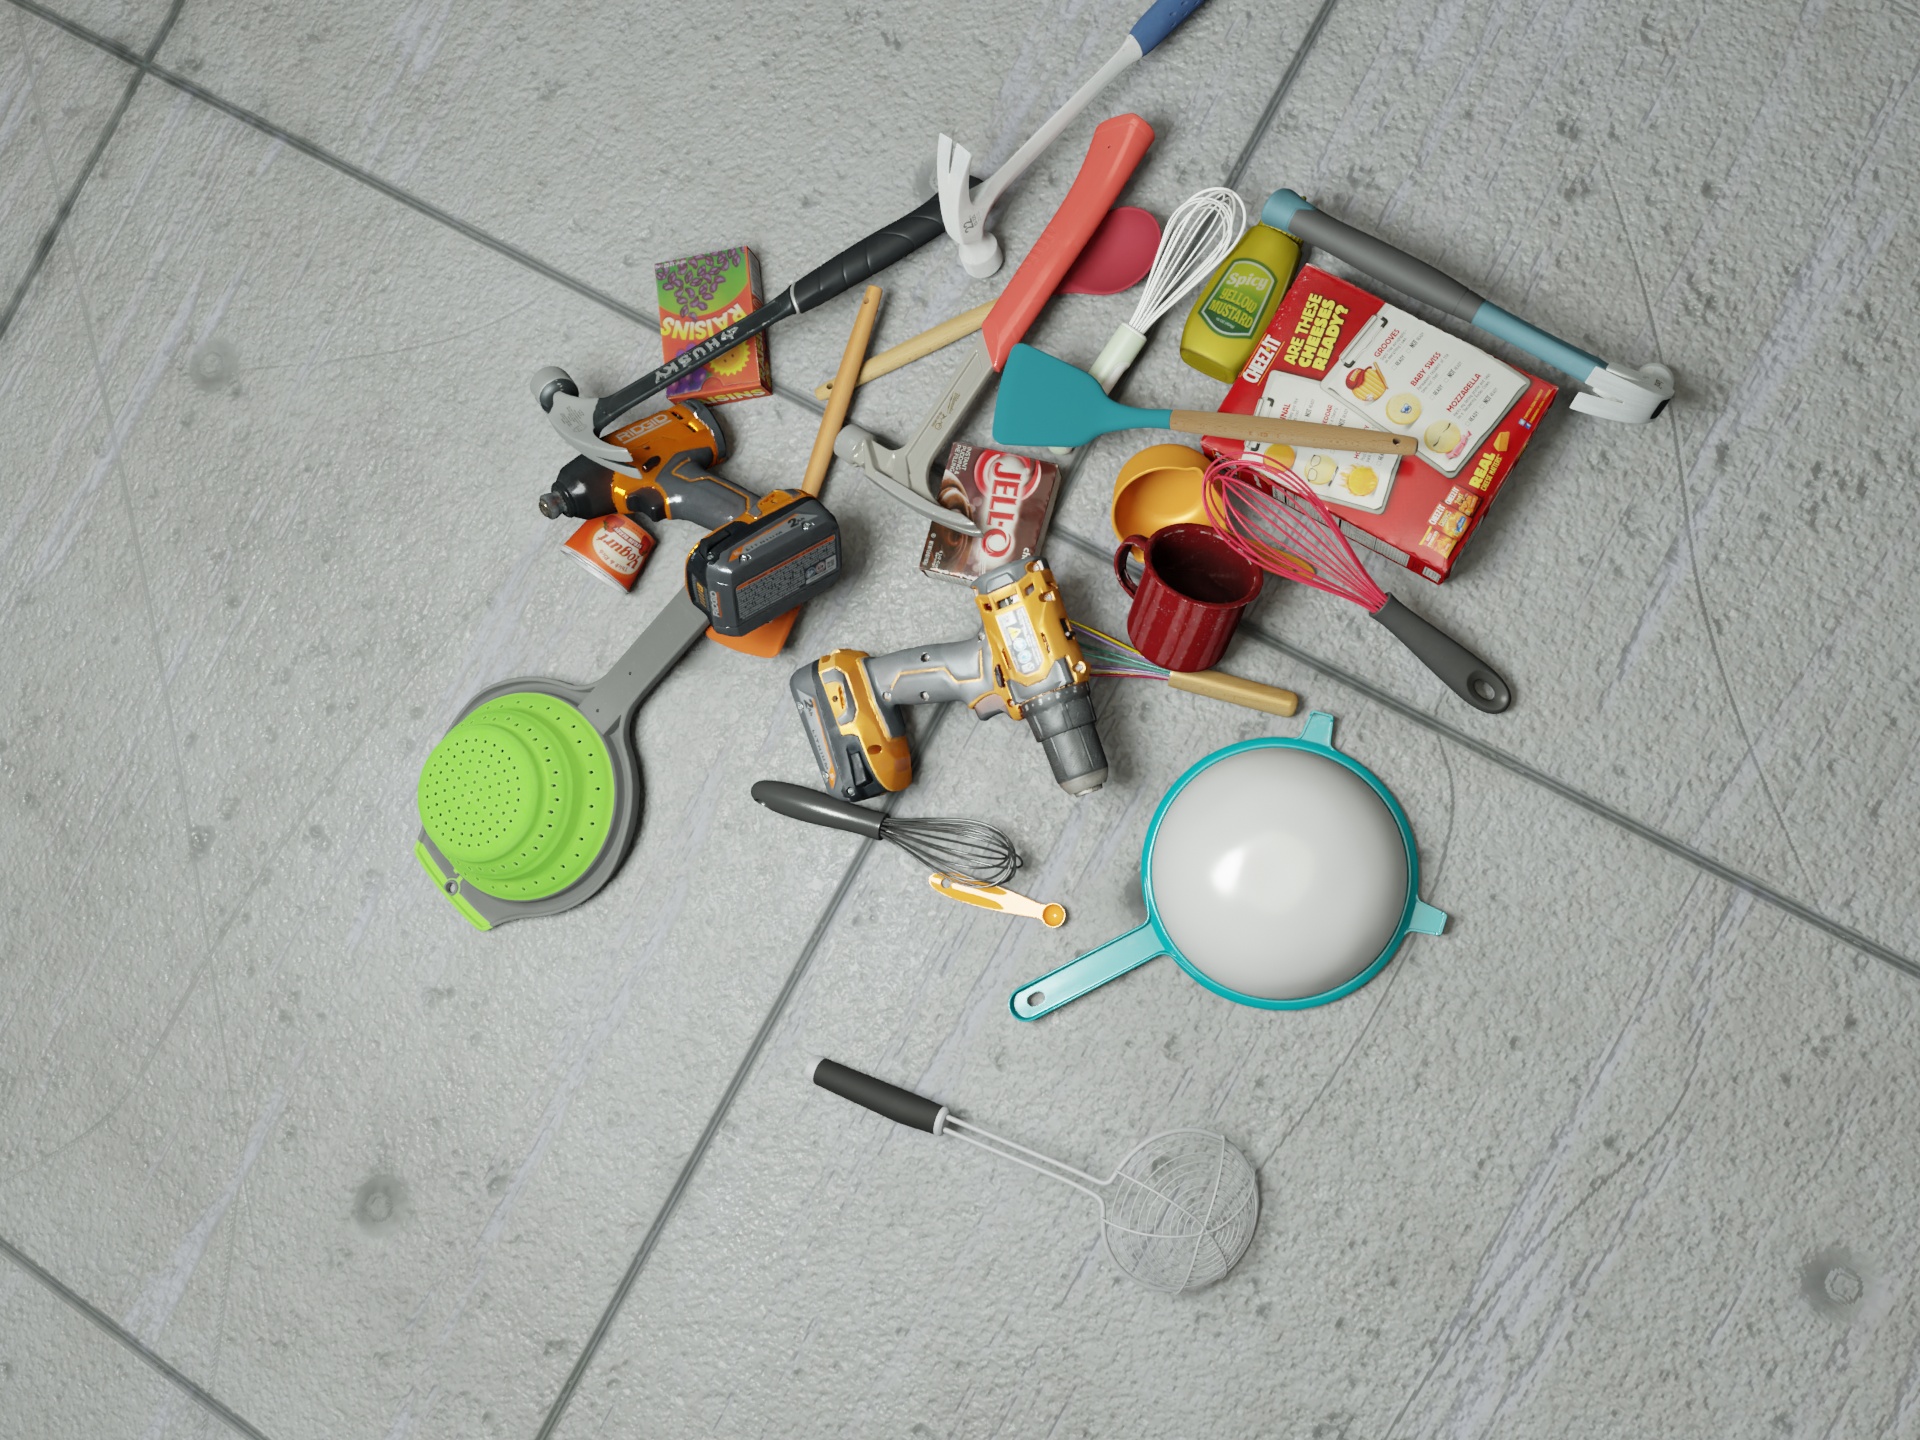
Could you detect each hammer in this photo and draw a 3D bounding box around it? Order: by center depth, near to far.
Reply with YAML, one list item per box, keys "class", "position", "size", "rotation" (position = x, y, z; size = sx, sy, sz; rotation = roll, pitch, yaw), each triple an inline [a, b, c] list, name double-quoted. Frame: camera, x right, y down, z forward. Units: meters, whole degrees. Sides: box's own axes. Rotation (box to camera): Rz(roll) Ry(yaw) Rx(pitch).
- class: "hammer"
  position: [0.377, -0.313, 1.194]
  size: [0.331, 0.128, 0.033]
  rotation: [32, 123, 12]
- class: "hammer"
  position: [0.052, -0.325, 1.276]
  size: [0.149, 0.036, 0.359]
  rotation: [34, 90, 22]
- class: "hammer"
  position: [0.133, -0.539, 1.281]
  size: [0.405, 0.144, 0.035]
  rotation: [-46, 67, -3]
- class: "hammer"
  position: [-0.148, -0.334, 1.296]
  size: [0.409, 0.036, 0.149]
  rotation: [-33, 52, -9]

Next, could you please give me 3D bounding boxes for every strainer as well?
- class: "strainer"
  position: [0.182, 0.144, 1.200]
  size: [0.340, 0.095, 0.211]
  rotation: [-29, 79, 6]

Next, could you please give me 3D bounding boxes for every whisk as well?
- class: "whisk"
  position: [0.299, -0.099, 1.192]
  size: [0.295, 0.073, 0.073]
  rotation: [37, 92, -8]
- class: "whisk"
  position: [0.145, -0.040, 1.258]
  size: [0.245, 0.051, 0.047]
  rotation: [15, 92, 8]
- class: "whisk"
  position: [0.144, -0.317, 1.273]
  size: [0.059, 0.057, 0.246]
  rotation: [40, 103, 24]
- class: "whisk"
  position: [-0.062, 0.086, 1.285]
  size: [0.239, 0.055, 0.055]
  rotation: [15, 87, 18]

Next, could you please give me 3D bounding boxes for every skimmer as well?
- class: "skimmer"
  position: [0.050, 0.333, 1.241]
  size: [0.363, 0.090, 0.127]
  rotation: [17, 91, 23]

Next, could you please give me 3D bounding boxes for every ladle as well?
- class: "ladle"
  position: [0.020, -0.336, 1.322]
  size: [0.315, 0.031, 0.069]
  rotation: [-23, 76, 10]

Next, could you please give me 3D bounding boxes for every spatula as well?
- class: "spatula"
  position: [0.182, -0.226, 1.198]
  size: [0.317, 0.044, 0.082]
  rotation: [11, 83, 22]
- class: "spatula"
  position: [-0.125, -0.208, 1.321]
  size: [0.081, 0.041, 0.322]
  rotation: [20, 93, 31]

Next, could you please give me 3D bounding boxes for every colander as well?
- class: "colander"
  position: [-0.322, 0.002, 1.302]
  size: [0.205, 0.094, 0.397]
  rotation: [45, 98, 15]

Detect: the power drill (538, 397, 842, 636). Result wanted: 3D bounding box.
- class: "power drill"
  position: [-0.220, -0.163, 1.268]
  size: [0.164, 0.084, 0.227]
  rotation: [-32, 55, -27]

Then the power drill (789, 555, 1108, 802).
- class: "power drill"
  position: [-0.002, -0.004, 1.239]
  size: [0.226, 0.084, 0.185]
  rotation: [-22, 86, 21]

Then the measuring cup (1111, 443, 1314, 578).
- class: "measuring cup"
  position: [0.201, -0.158, 1.253]
  size: [0.173, 0.052, 0.095]
  rotation: [21, 129, -12]

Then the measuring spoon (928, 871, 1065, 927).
- class: "measuring spoon"
  position: [0.029, 0.143, 1.277]
  size: [0.117, 0.011, 0.021]
  rotation: [15, 85, 16]
